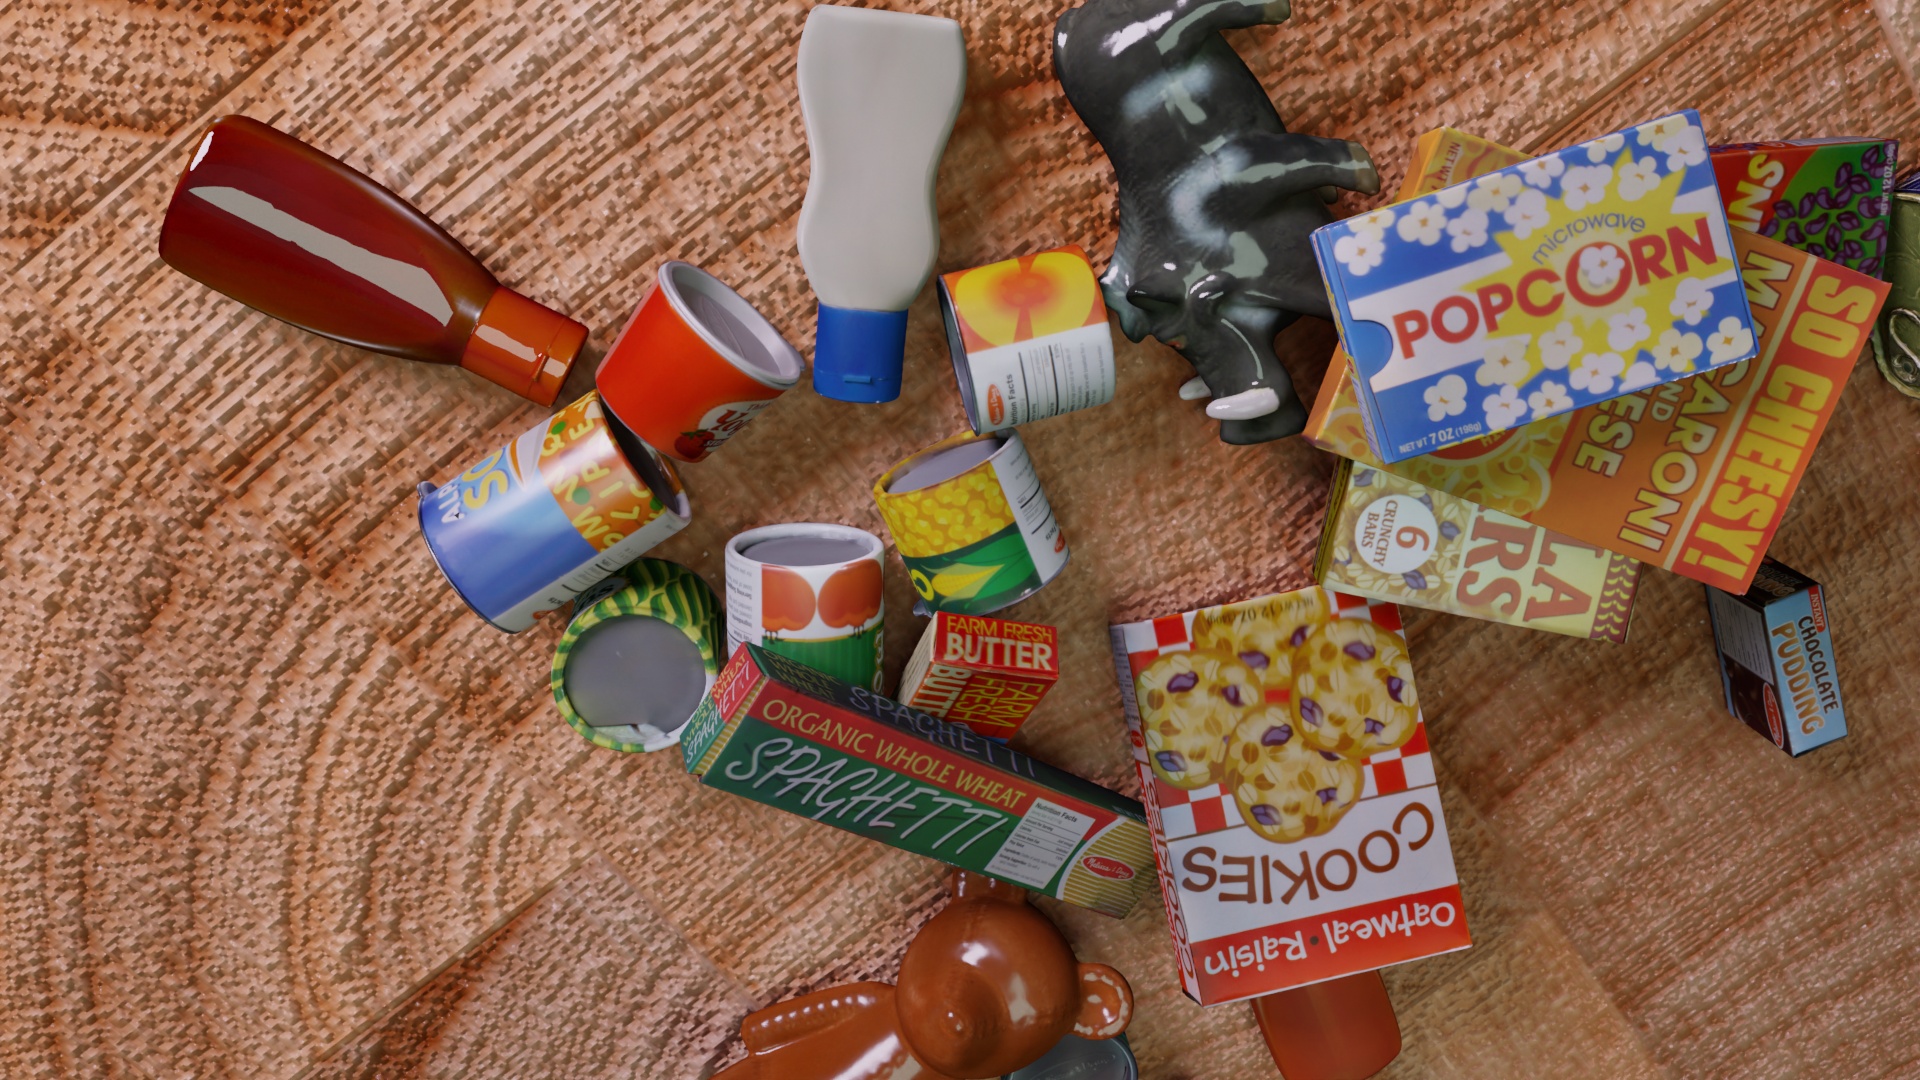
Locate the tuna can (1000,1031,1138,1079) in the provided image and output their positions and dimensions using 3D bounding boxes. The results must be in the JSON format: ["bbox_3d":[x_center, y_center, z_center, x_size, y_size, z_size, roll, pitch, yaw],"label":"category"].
[{"bbox_3d":[0.052,0.258,0.683,0.071,0.033,0.070,-2,108,-6],"label":"tuna can"}]

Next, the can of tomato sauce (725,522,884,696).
[{"bbox_3d":[-0.063,0.040,0.583,0.071,0.071,0.082,-1,107,-7],"label":"can of tomato sauce"}]

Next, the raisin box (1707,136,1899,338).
[{"bbox_3d":[0.326,-0.125,0.594,0.123,0.040,0.085,-6,108,-6],"label":"raisin box"}]

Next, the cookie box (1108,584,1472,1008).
[{"bbox_3d":[0.143,0.107,0.614,0.123,0.040,0.167,-11,86,-5],"label":"cookie box"}]

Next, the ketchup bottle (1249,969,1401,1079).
[{"bbox_3d":[0.163,0.195,0.671,0.065,0.043,0.148,-24,109,0],"label":"ketchup bottle"}]

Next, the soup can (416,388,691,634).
[{"bbox_3d":[-0.162,-0.014,0.553,0.084,0.071,0.071,-32,109,3],"label":"soup can"}]

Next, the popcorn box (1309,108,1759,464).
[{"bbox_3d":[0.194,-0.085,0.476,0.126,0.038,0.085,-17,98,9],"label":"popcorn box"}]

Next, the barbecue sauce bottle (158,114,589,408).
[{"bbox_3d":[-0.218,-0.099,0.531,0.148,0.044,0.064,27,103,-15],"label":"barbecue sauce bottle"}]

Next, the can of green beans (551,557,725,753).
[{"bbox_3d":[-0.133,0.047,0.580,0.071,0.058,0.071,-2,108,-6],"label":"can of green beans"}]

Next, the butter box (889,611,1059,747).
[{"bbox_3d":[0.002,0.064,0.587,0.053,0.024,0.103,9,150,-11],"label":"butter box"}]

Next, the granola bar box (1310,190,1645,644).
[{"bbox_3d":[0.222,-0.050,0.563,0.124,0.039,0.165,10,101,3],"label":"granola bar box"}]

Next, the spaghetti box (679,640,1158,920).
[{"bbox_3d":[-0.003,0.107,0.582,0.250,0.029,0.050,28,101,-37],"label":"spaghetti box"}]

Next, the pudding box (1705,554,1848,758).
[{"bbox_3d":[0.381,0.053,0.650,0.030,0.050,0.083,-20,108,2],"label":"pudding box"}]

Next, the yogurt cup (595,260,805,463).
[{"bbox_3d":[-0.105,-0.068,0.545,0.072,0.073,0.054,40,107,-17],"label":"yogurt cup"}]

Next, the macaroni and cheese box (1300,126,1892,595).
[{"bbox_3d":[0.230,-0.066,0.517,0.166,0.040,0.123,20,102,2],"label":"macaroni and cheese box"}]

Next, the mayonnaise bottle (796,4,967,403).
[{"bbox_3d":[-0.035,-0.130,0.547,0.065,0.041,0.147,5,108,-5],"label":"mayonnaise bottle"}]

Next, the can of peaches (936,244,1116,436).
[{"bbox_3d":[0.026,-0.082,0.557,0.058,0.071,0.071,-14,109,-2],"label":"can of peaches"}]

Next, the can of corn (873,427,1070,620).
[{"bbox_3d":[0.002,-0.007,0.576,0.071,0.071,0.058,-23,108,1],"label":"can of corn"}]
